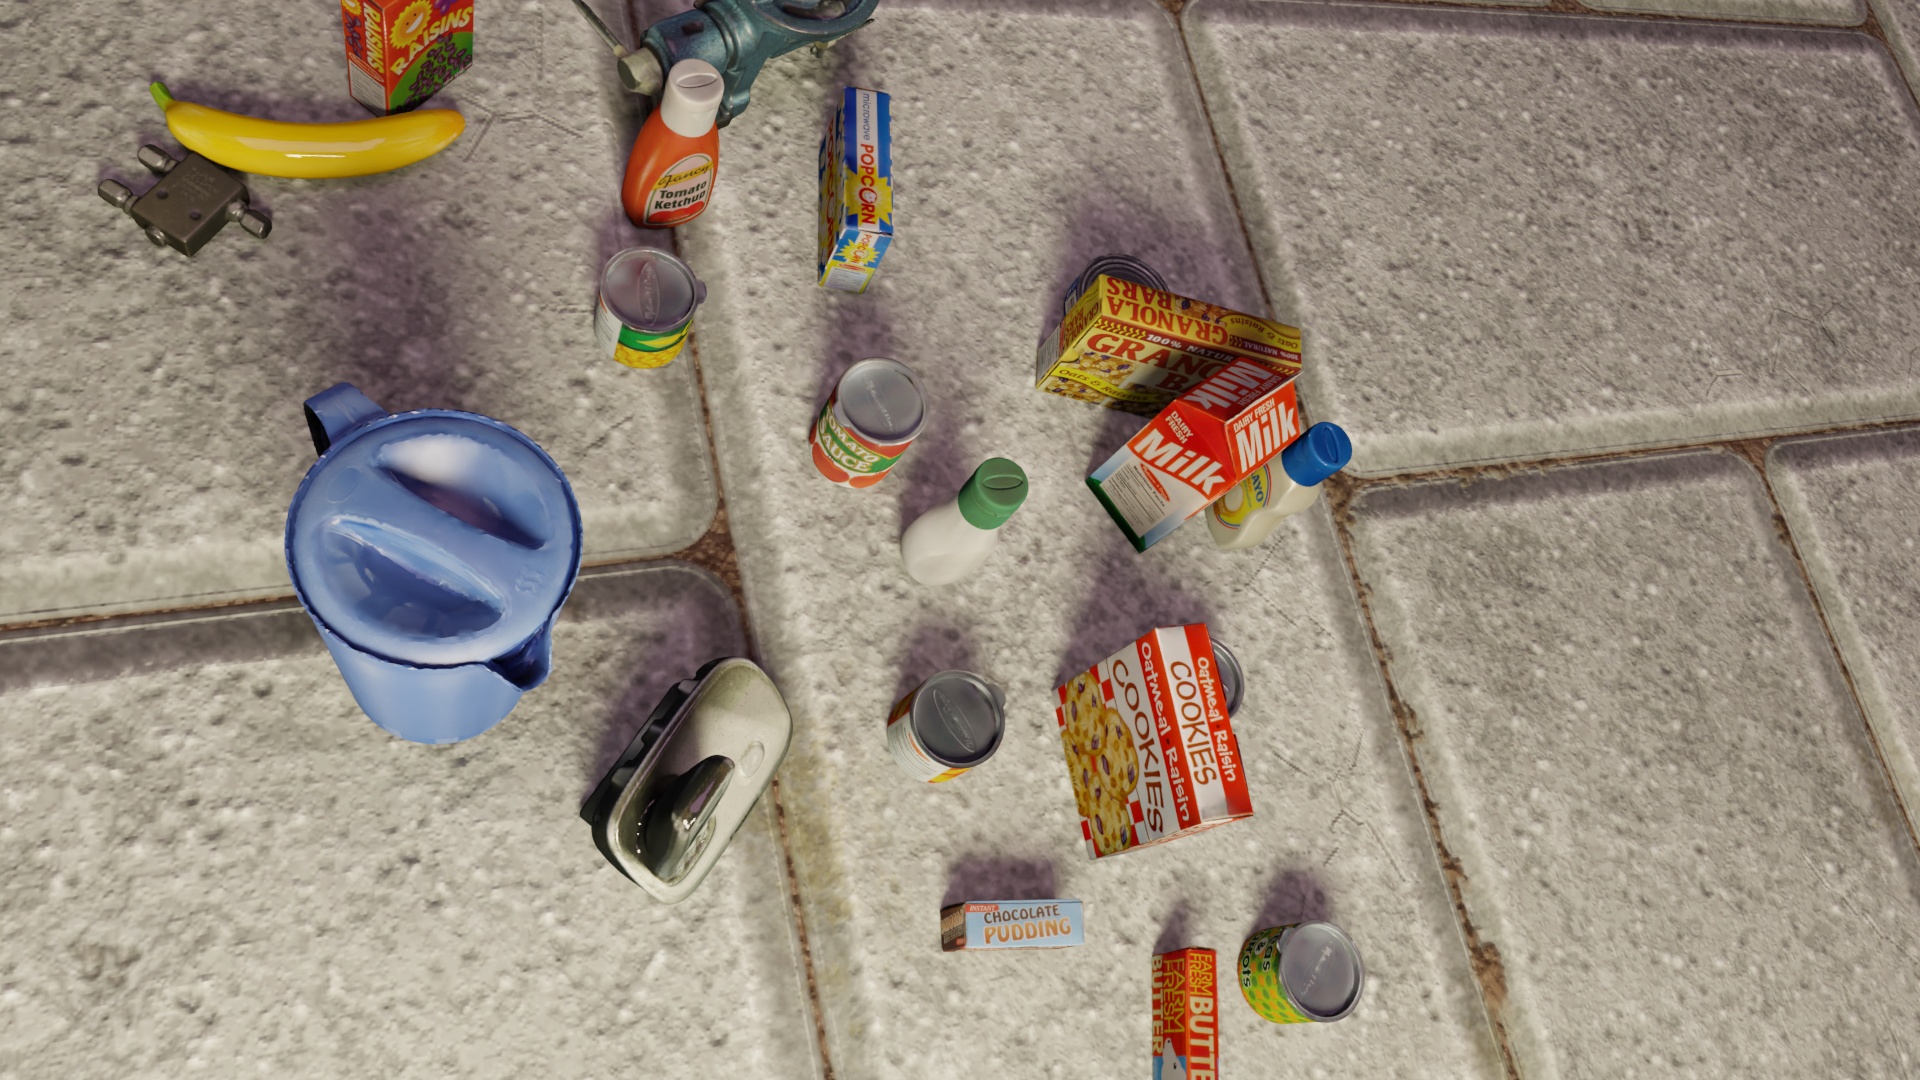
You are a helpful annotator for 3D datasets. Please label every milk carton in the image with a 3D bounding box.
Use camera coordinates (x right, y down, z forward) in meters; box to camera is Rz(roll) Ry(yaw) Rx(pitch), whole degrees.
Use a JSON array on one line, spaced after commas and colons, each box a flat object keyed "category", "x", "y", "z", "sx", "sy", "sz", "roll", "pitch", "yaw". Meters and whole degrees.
[{"category": "milk carton", "x": 0.173, "y": -0.066, "z": 0.999, "sx": 0.072, "sy": 0.189, "sz": 0.073, "roll": -34, "pitch": 85, "yaw": -28}]

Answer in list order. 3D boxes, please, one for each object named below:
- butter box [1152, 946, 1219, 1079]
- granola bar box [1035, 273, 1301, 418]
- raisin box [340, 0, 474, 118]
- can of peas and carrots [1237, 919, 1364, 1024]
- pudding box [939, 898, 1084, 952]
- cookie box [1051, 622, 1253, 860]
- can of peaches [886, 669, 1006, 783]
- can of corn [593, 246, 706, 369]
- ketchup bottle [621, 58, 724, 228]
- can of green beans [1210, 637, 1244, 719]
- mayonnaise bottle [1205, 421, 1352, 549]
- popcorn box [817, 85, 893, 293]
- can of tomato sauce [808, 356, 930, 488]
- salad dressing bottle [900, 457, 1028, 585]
[{"category": "butter box", "x": 0.148, "y": 0.323, "z": 0.915, "sx": 0.024, "sy": 0.053, "sz": 0.104, "roll": 10, "pitch": 67, "yaw": -17}, {"category": "granola bar box", "x": 0.156, "y": -0.137, "z": 1.059, "sx": 0.166, "sy": 0.123, "sz": 0.039, "roll": 12, "pitch": 67, "yaw": -16}, {"category": "raisin box", "x": -0.374, "y": -0.353, "z": 0.944, "sx": 0.040, "sy": 0.123, "sz": 0.086, "roll": 40, "pitch": 62, "yaw": -2}, {"category": "can of peas and carrots", "x": 0.231, "y": 0.296, "z": 0.954, "sx": 0.071, "sy": 0.058, "sz": 0.071, "roll": 7, "pitch": 68, "yaw": -18}, {"category": "pudding box", "x": 0.034, "y": 0.250, "z": 0.903, "sx": 0.084, "sy": 0.049, "sz": 0.030, "roll": 4, "pitch": 69, "yaw": -19}, {"category": "cookie box", "x": 0.122, "y": 0.136, "z": 0.914, "sx": 0.040, "sy": 0.166, "sz": 0.123, "roll": -5, "pitch": 72, "yaw": -22}, {"category": "can of peaches", "x": -0.009, "y": 0.124, "z": 0.931, "sx": 0.071, "sy": 0.058, "sz": 0.071, "roll": 7, "pitch": 68, "yaw": -18}, {"category": "can of corn", "x": -0.216, "y": -0.160, "z": 0.964, "sx": 0.071, "sy": 0.058, "sz": 0.071, "roll": 7, "pitch": 68, "yaw": -18}, {"category": "ketchup bottle", "x": -0.196, "y": -0.274, "z": 0.966, "sx": 0.065, "sy": 0.148, "sz": 0.043, "roll": -22, "pitch": 79, "yaw": -26}, {"category": "can of green beans", "x": 0.162, "y": 0.108, "z": 1.002, "sx": 0.071, "sy": 0.057, "sz": 0.071, "roll": 7, "pitch": 68, "yaw": -18}, {"category": "mayonnaise bottle", "x": 0.235, "y": -0.044, "z": 1.038, "sx": 0.041, "sy": 0.147, "sz": 0.065, "roll": -2, "pitch": 71, "yaw": -21}, {"category": "popcorn box", "x": -0.079, "y": -0.262, "z": 1.041, "sx": 0.038, "sy": 0.085, "sz": 0.127, "roll": 5, "pitch": 68, "yaw": -19}, {"category": "can of tomato sauce", "x": -0.067, "y": -0.080, "z": 0.975, "sx": 0.071, "sy": 0.082, "sz": 0.071, "roll": 7, "pitch": 68, "yaw": -18}, {"category": "salad dressing bottle", "x": 0.003, "y": -0.012, "z": 0.938, "sx": 0.064, "sy": 0.147, "sz": 0.044, "roll": -4, "pitch": 72, "yaw": -22}]
